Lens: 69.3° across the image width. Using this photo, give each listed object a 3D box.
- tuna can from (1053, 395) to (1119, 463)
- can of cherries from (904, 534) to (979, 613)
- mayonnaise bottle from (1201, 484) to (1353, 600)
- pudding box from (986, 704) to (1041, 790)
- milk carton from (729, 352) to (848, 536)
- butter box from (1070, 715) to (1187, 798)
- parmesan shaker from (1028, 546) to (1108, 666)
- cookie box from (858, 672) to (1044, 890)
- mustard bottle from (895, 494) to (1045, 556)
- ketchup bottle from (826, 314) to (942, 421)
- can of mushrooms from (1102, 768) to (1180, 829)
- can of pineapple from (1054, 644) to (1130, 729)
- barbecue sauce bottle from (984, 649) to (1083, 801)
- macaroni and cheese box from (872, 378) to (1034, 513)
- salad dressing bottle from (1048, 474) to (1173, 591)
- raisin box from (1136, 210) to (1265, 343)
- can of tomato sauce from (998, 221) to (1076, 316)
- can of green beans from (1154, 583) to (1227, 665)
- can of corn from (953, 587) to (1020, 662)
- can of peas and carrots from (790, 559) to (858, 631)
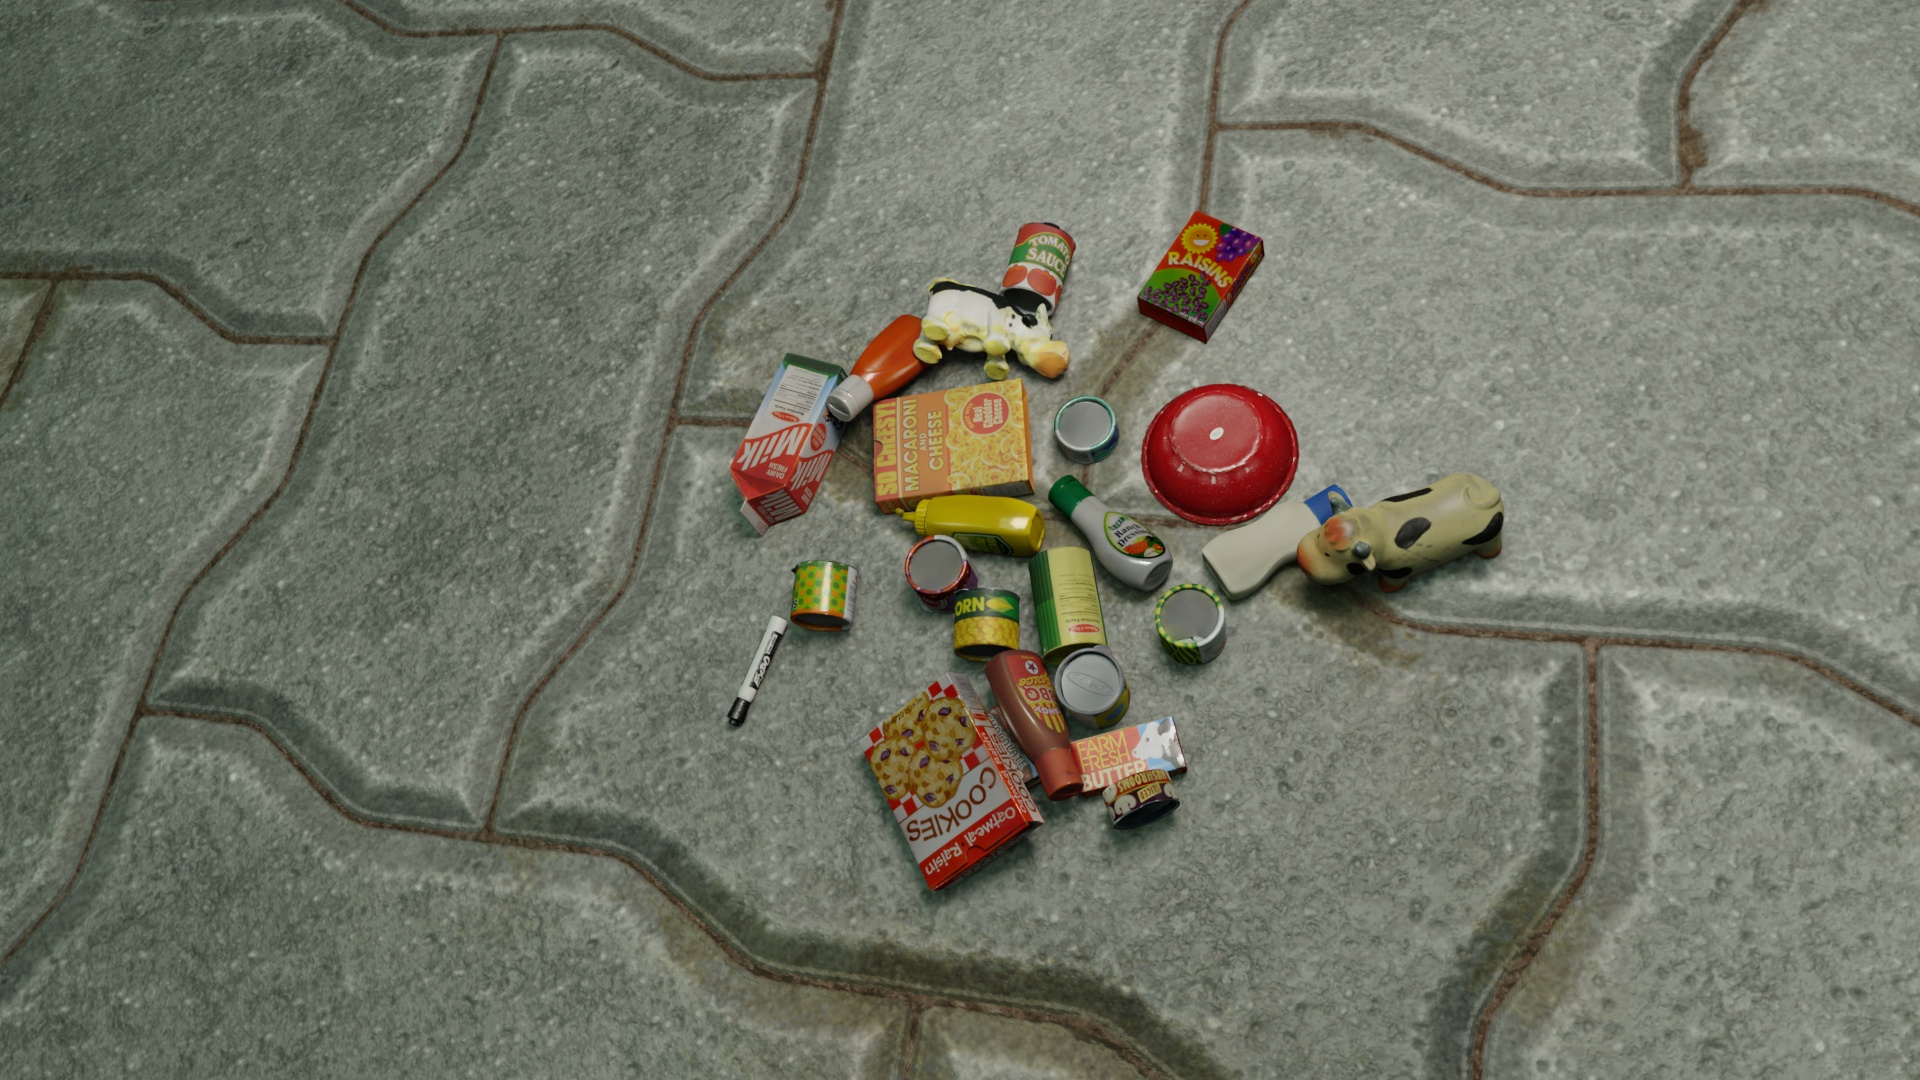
[{"bbox_3d":[0.134,-0.119,1.462,0.071,0.032,0.071,-5,67,12],"label":"tuna can"},{"bbox_3d":[-0.020,0.037,1.421,0.071,0.058,0.072,-5,67,12],"label":"can of cherries"},{"bbox_3d":[0.314,-0.003,1.365,0.148,0.041,0.065,-31,66,-1],"label":"mayonnaise bottle"},{"bbox_3d":[0.041,0.207,1.350,0.050,0.030,0.084,-28,64,1],"label":"pudding box"},{"bbox_3d":[-0.187,-0.101,1.513,0.073,0.072,0.191,17,72,21],"label":"milk carton"},{"bbox_3d":[0.160,0.206,1.324,0.103,0.024,0.053,-16,64,7],"label":"butter box"},{"bbox_3d":[0.108,0.065,1.375,0.071,0.071,0.103,-12,65,9],"label":"parmesan shaker"},{"bbox_3d":[-0.012,0.230,1.325,0.122,0.040,0.168,-39,62,20],"label":"cookie box"},{"bbox_3d":[0.005,-0.018,1.437,0.160,0.065,0.049,6,64,22],"label":"mustard bottle"},{"bbox_3d":[-0.086,-0.187,1.512,0.065,0.043,0.149,30,56,21],"label":"ketchup bottle"},{"bbox_3d":[0.167,0.238,1.283,0.071,0.071,0.033,-21,63,5],"label":"can of mushrooms"},{"bbox_3d":[0.129,0.142,1.339,0.071,0.057,0.071,-5,67,12],"label":"can of pineapple"},{"bbox_3d":[0.074,0.176,1.328,0.043,0.065,0.149,-47,50,33],"label":"barbecue sauce bottle"},{"bbox_3d":[-0.009,-0.101,1.486,0.166,0.040,0.124,-8,65,11],"label":"macaroni and cheese box"},{"bbox_3d":[0.149,-0.010,1.403,0.064,0.043,0.148,-23,53,-34],"label":"salad dressing bottle"},{"bbox_3d":[0.260,-0.285,1.497,0.086,0.040,0.123,29,79,24],"label":"raisin box"},{"bbox_3d":[0.085,-0.298,1.529,0.071,0.071,0.083,12,72,18],"label":"can of tomato sauce"},{"bbox_3d":[0.223,0.081,1.342,0.071,0.057,0.071,-5,67,12],"label":"can of green beans"},{"bbox_3d":[0.024,0.084,1.383,0.071,0.071,0.058,-4,68,13],"label":"can of corn"},{"bbox_3d":[-0.143,0.057,1.438,0.071,0.070,0.059,-2,68,13],"label":"can of peas and carrots"}]
